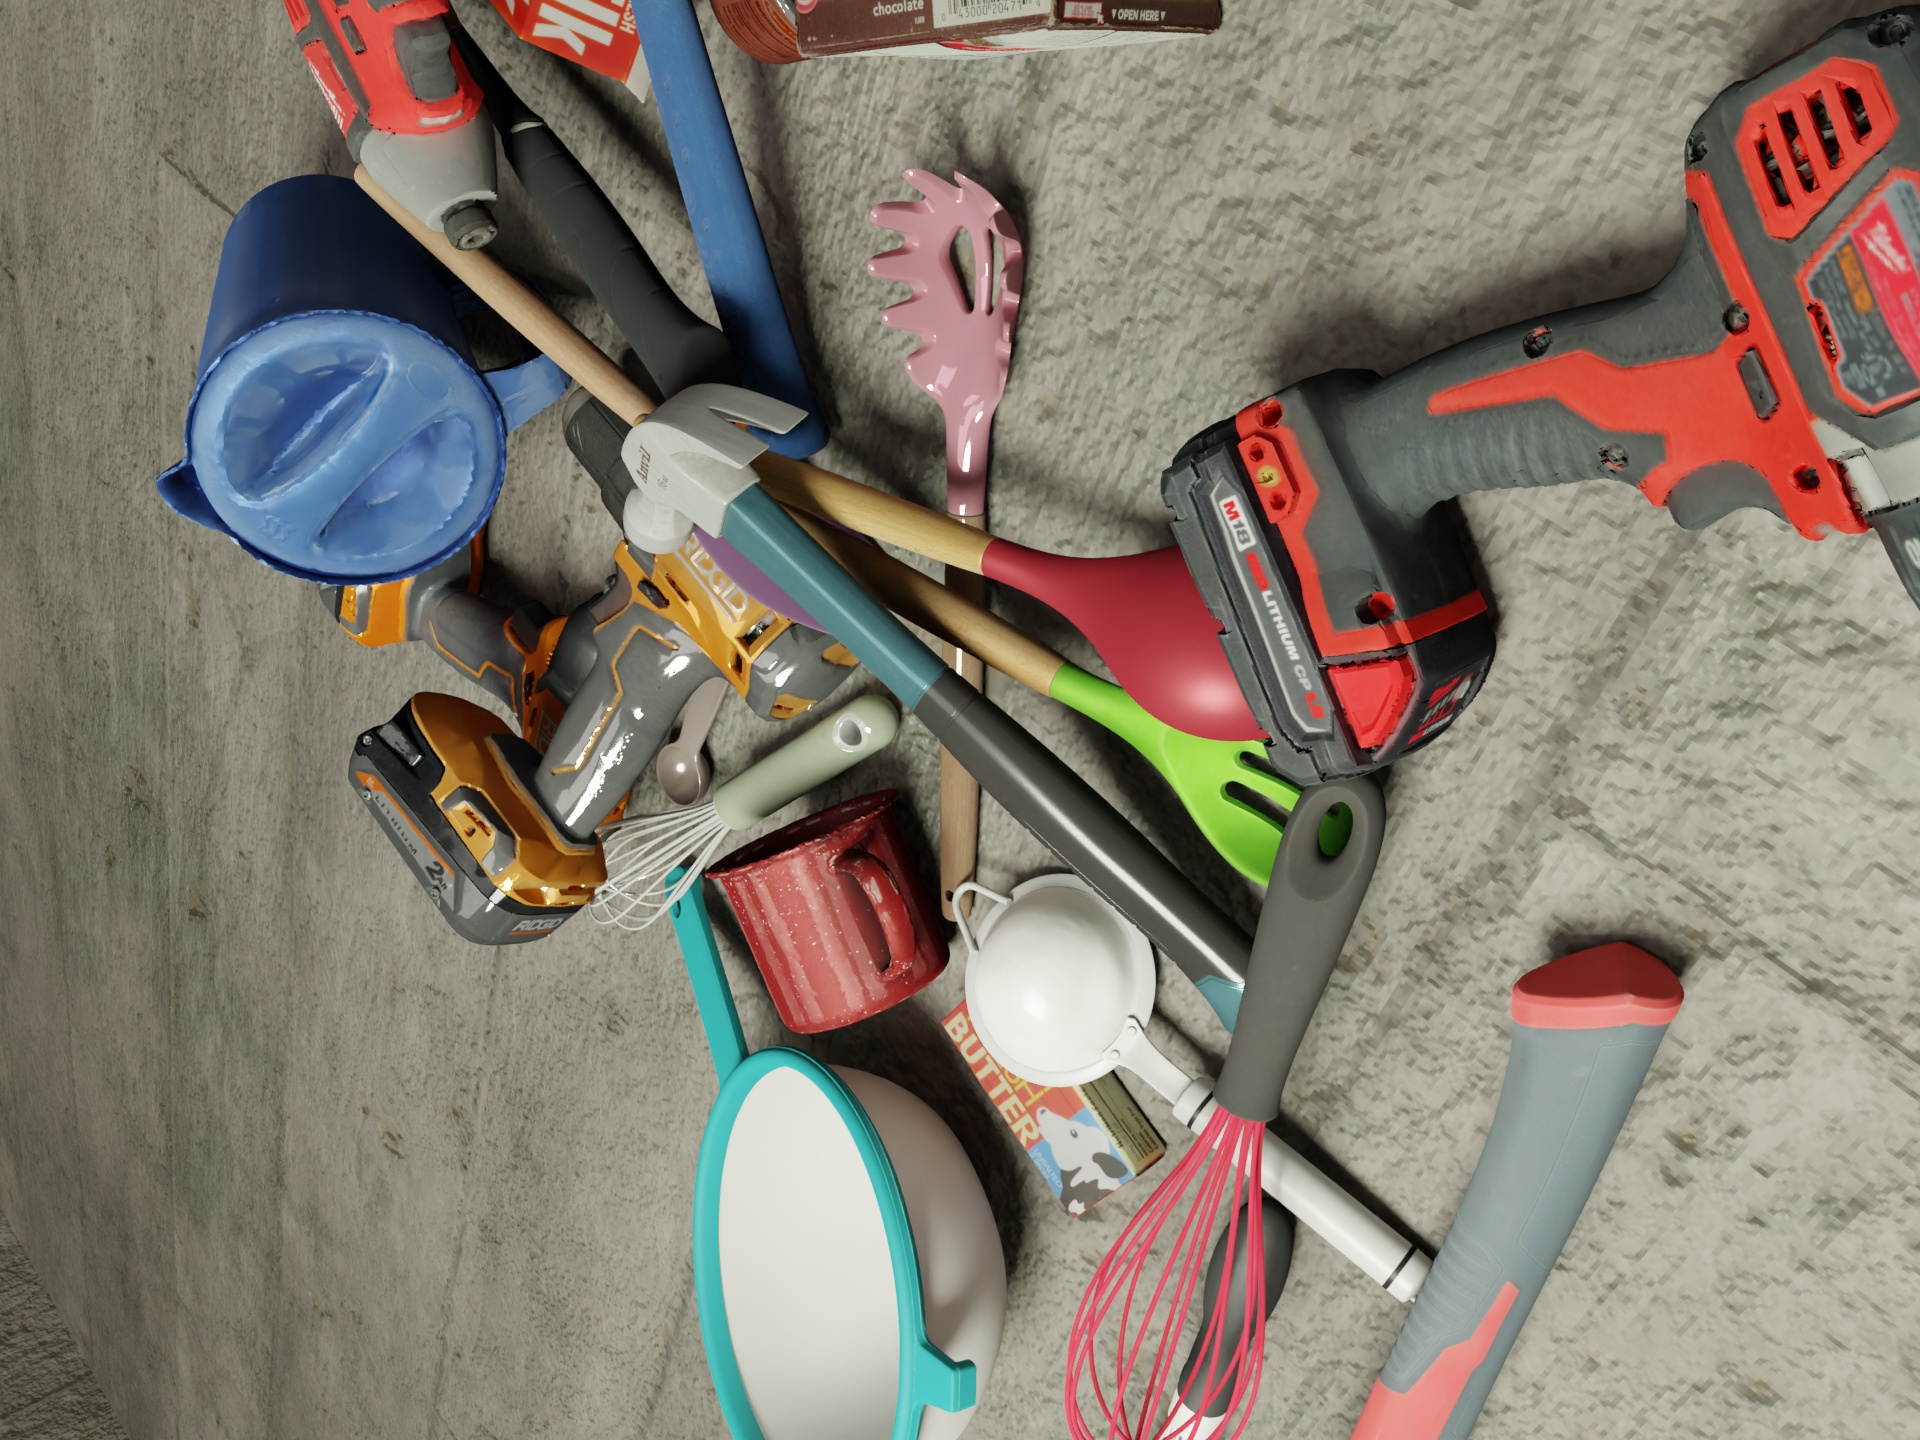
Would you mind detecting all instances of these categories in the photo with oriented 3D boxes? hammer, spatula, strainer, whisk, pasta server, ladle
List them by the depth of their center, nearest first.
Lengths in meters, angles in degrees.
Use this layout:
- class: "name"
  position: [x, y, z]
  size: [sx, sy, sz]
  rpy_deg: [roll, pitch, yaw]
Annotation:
- class: "whisk"
  position: [0.096, 0.151, 0.559]
  size: [0.073, 0.073, 0.295]
  rpy_deg: [27, 114, 36]
- class: "hammer"
  position: [0.177, 0.250, 0.560]
  size: [0.143, 0.038, 0.386]
  rpy_deg: [20, 116, 12]
- class: "hammer"
  position: [-0.116, -0.285, 0.578]
  size: [0.144, 0.035, 0.405]
  rpy_deg: [38, 149, 49]
- class: "ladle"
  position: [-0.008, -0.070, 0.596]
  size: [0.316, 0.031, 0.069]
  rpy_deg: [23, 81, 29]
- class: "hammer"
  position: [-0.001, -0.002, 0.598]
  size: [0.331, 0.033, 0.128]
  rpy_deg: [43, 155, 4]
- class: "strainer"
  position: [0.085, 0.142, 0.619]
  size: [0.259, 0.050, 0.087]
  rpy_deg: [37, 99, 22]
- class: "pasta server"
  position: [-0.003, -0.056, 0.639]
  size: [0.060, 0.040, 0.316]
  rpy_deg: [15, 117, 29]
- class: "whisk"
  position: [0.091, 0.314, 0.671]
  size: [0.070, 0.070, 0.284]
  rpy_deg: [30, 119, 34]
- class: "spatula"
  position: [-0.155, -0.146, 0.696]
  size: [0.316, 0.060, 0.018]
  rpy_deg: [42, 151, 9]
- class: "hammer"
  position: [-0.205, -0.268, 0.717]
  size: [0.409, 0.036, 0.149]
  rpy_deg: [54, 145, 26]
- class: "whisk"
  position: [-0.114, 0.045, 0.775]
  size: [0.246, 0.059, 0.058]
  rpy_deg: [-30, 88, 38]
- class: "strainer"
  position: [-0.063, 0.207, 0.776]
  size: [0.211, 0.095, 0.341]
  rpy_deg: [-59, 42, 38]

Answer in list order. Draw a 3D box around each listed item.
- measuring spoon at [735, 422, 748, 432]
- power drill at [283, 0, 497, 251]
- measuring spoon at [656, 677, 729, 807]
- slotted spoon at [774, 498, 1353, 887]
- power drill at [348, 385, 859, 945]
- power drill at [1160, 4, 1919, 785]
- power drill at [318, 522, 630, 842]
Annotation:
- class: "measuring spoon"
  position: [-0.124, -0.127, 0.757]
  size: [0.117, 0.011, 0.021]
  rpy_deg: [-12, 110, 43]
- class: "power drill"
  position: [-0.204, -0.280, 0.595]
  size: [0.143, 0.078, 0.219]
  rpy_deg: [64, 155, 1]
- class: "measuring spoon"
  position: [-0.124, -0.009, 0.800]
  size: [0.034, 0.018, 0.124]
  rpy_deg: [40, 123, 25]
- class: "slotted spoon"
  position: [0.018, -0.030, 0.605]
  size: [0.314, 0.031, 0.070]
  rpy_deg: [30, 124, 23]
- class: "power drill"
  position: [-0.176, -0.030, 0.734]
  size: [0.226, 0.084, 0.185]
  rpy_deg: [-43, 74, 10]
- class: "power drill"
  position: [0.184, -0.049, 0.431]
  size: [0.226, 0.080, 0.188]
  rpy_deg: [-25, 87, 44]
- class: "power drill"
  position: [-0.246, -0.059, 0.854]
  size: [0.227, 0.084, 0.164]
  rpy_deg: [42, 129, 21]
